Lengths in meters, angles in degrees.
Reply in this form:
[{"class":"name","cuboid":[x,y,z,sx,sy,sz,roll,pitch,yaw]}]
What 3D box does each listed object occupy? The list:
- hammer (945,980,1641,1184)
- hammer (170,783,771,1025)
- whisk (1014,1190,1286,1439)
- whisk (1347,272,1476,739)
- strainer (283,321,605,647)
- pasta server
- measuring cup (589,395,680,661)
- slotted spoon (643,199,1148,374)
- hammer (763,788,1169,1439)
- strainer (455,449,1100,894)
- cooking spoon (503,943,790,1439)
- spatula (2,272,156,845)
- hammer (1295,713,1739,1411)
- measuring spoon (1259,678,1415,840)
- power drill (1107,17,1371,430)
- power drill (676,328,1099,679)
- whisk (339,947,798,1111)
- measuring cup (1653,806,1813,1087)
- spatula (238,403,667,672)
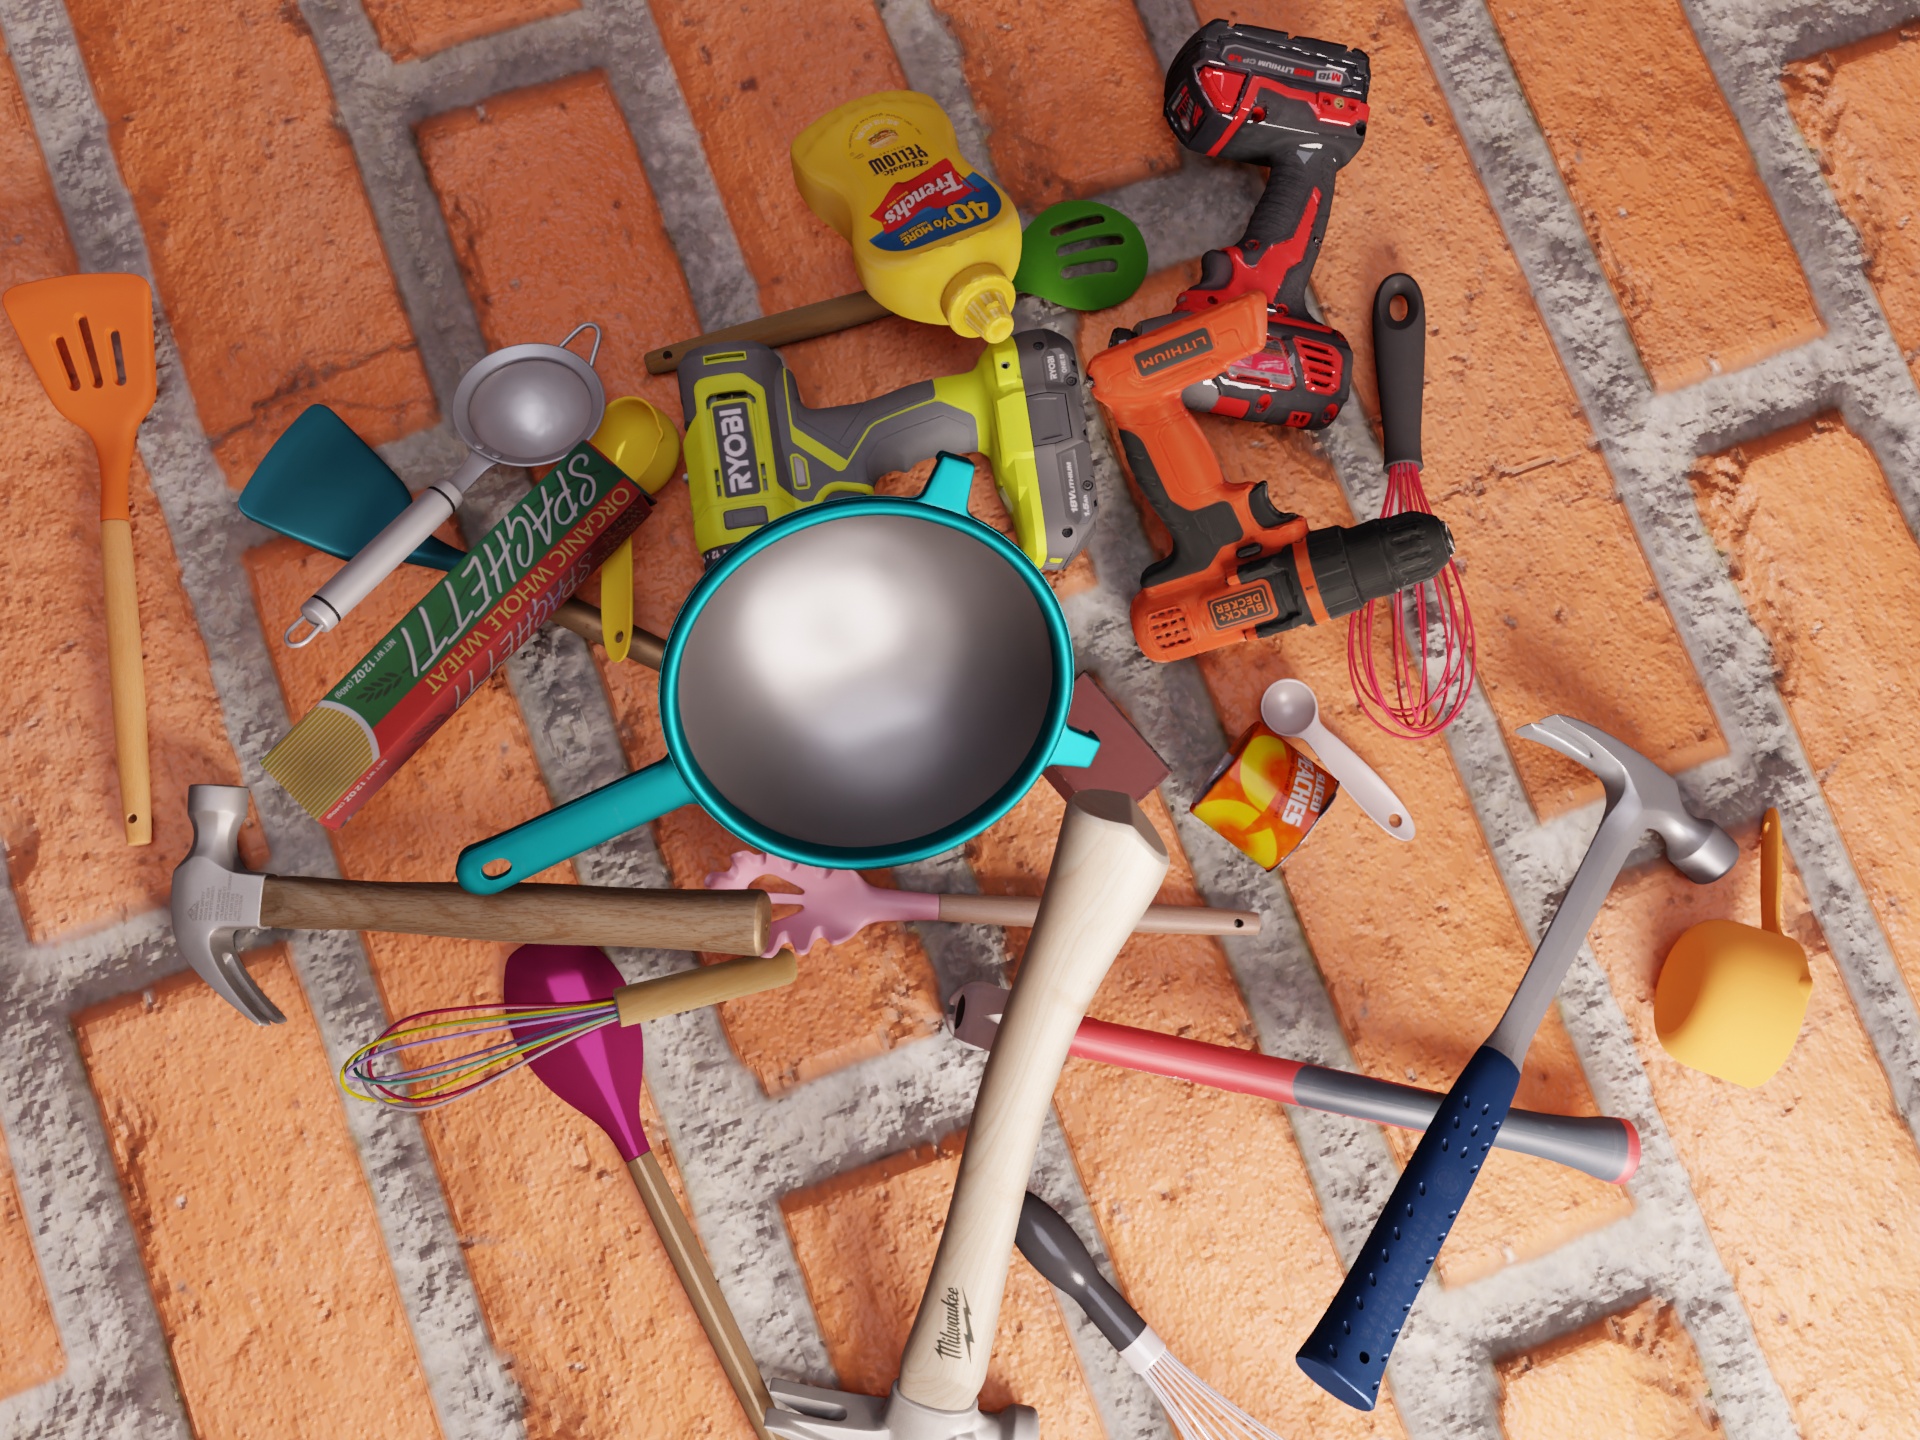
[{"class":"hammer","cuboid":[0.188,0.196,0.854,0.386,0.143,0.038,13,80,-6]},{"class":"hammer","cuboid":[-0.268,0.106,0.864,0.331,0.031,0.130,2,84,6]},{"class":"whisk","cuboid":[0.120,0.365,0.859,0.070,0.070,0.285,-42,81,-8]},{"class":"whisk","cuboid":[0.263,-0.131,0.941,0.073,0.073,0.296,3,75,-3]},{"class":"strainer","cuboid":[-0.282,-0.129,0.885,0.087,0.050,0.258,30,60,10]},{"class":"pasta server","cuboid":[0.015,0.108,0.898,0.316,0.040,0.060,3,88,-4]},{"class":"measuring cup","cuboid":[-0.188,-0.108,0.912,0.062,0.029,0.156,-7,78,28]},{"class":"slotted spoon","cuboid":[-0.036,-0.252,0.955,0.313,0.031,0.070,-16,86,-4]},{"class":"hammer","cuboid":[0.009,0.213,0.770,0.146,0.038,0.410,12,116,-5]},{"class":"strainer","cuboid":[-0.110,-0.006,0.843,0.340,0.095,0.210,-25,120,4]},{"class":"cooking spoon","cuboid":[-0.166,0.263,0.874,0.069,0.017,0.319,-27,83,-7]},{"class":"spatula","cuboid":[-0.480,-0.090,0.897,0.081,0.041,0.323,-8,83,-5]},{"class":"hammer","cuboid":[0.285,0.168,0.840,0.144,0.035,0.405,42,64,-5]},{"class":"measuring spoon","cuboid":[0.222,0.025,0.937,0.034,0.018,0.124,-44,93,-8]},{"class":"power drill","cuboid":[0.166,-0.288,0.945,0.143,0.078,0.220,7,85,-9]},{"class":"power drill","cuboid":[-0.042,-0.128,0.912,0.228,0.080,0.190,-8,86,-2]},{"class":"whisk","cuboid":[-0.208,0.163,0.864,0.245,0.051,0.047,-12,103,-17]},{"class":"measuring cup","cuboid":[0.438,0.120,0.909,0.052,0.095,0.174,16,63,4]},{"class":"spatula","cuboid":[-0.245,-0.075,0.907,0.317,0.044,0.082,25,63,-1]}]
